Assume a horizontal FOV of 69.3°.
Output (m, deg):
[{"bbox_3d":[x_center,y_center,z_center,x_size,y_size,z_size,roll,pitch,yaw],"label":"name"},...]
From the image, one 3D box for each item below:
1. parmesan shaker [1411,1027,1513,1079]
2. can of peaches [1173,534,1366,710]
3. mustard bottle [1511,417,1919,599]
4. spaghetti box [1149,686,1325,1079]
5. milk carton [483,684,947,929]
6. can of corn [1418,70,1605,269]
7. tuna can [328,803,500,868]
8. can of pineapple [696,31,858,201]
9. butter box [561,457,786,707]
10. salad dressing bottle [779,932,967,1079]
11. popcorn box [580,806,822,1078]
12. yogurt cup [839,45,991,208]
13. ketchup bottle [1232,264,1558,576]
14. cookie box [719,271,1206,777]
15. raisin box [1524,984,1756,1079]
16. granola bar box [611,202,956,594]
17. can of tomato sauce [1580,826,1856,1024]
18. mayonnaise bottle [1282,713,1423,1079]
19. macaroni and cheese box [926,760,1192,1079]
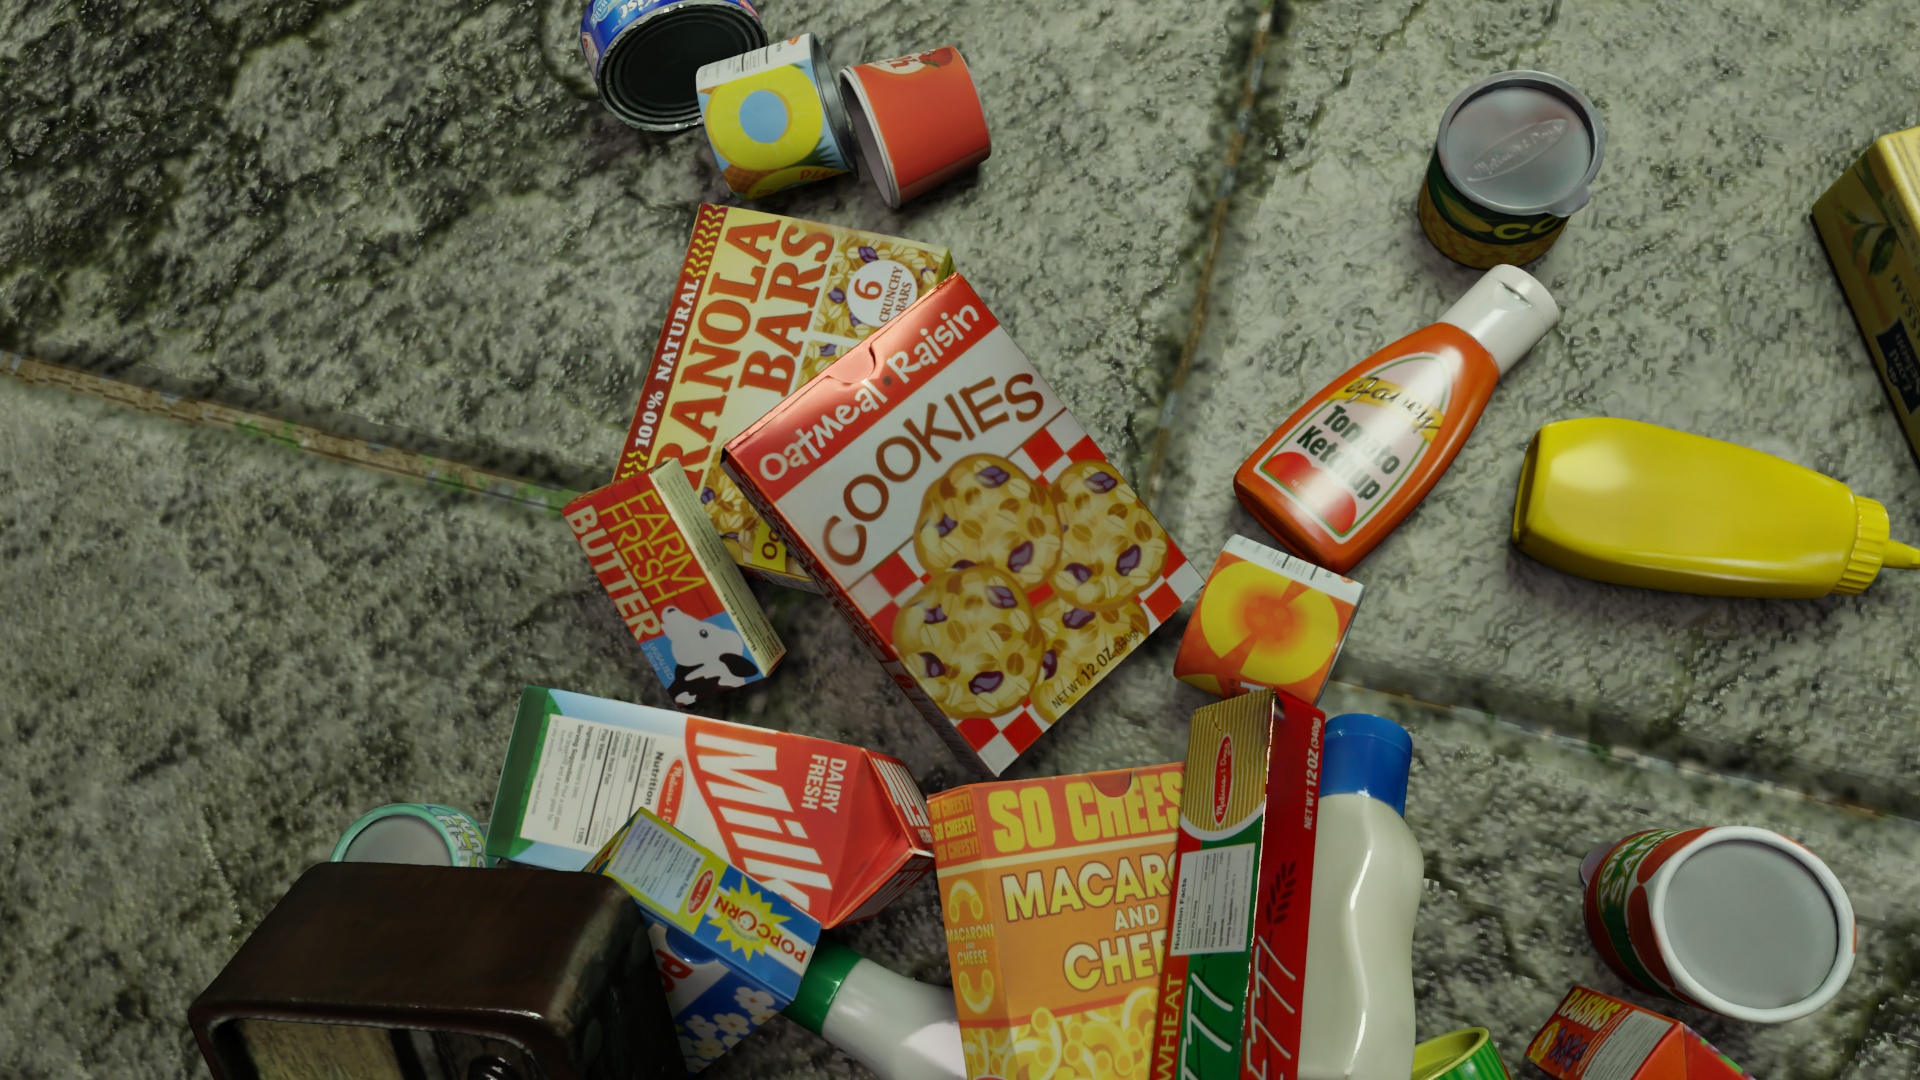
[{"bbox_3d":[0.189,0.243,0.509,0.071,0.071,0.103,-28,75,2],"label":"parmesan shaker"},{"bbox_3d":[0.125,0.040,0.567,0.058,0.071,0.071,24,82,14],"label":"can of peaches"},{"bbox_3d":[0.309,-0.006,0.557,0.160,0.048,0.065,13,79,12],"label":"mustard bottle"},{"bbox_3d":[0.092,0.176,0.486,0.028,0.050,0.251,24,62,-24],"label":"spaghetti box"},{"bbox_3d":[-0.090,0.115,0.582,0.191,0.072,0.073,9,79,12],"label":"milk carton"},{"bbox_3d":[0.237,-0.156,0.601,0.071,0.058,0.071,-2,76,9],"label":"can of corn"},{"bbox_3d":[-0.242,0.149,0.618,0.071,0.032,0.071,-2,76,9],"label":"tuna can"},{"bbox_3d":[-0.087,-0.199,0.662,0.058,0.071,0.071,-15,75,7],"label":"can of pineapple"},{"bbox_3d":[-0.124,0.019,0.604,0.053,0.024,0.103,-21,105,24],"label":"butter box"},{"bbox_3d":[-0.016,0.203,0.563,0.148,0.044,0.064,25,88,15],"label":"salad dressing bottle"},{"bbox_3d":[-0.123,0.166,0.541,0.085,0.038,0.126,36,129,-10],"label":"popcorn box"},{"bbox_3d":[-0.020,-0.197,0.652,0.054,0.072,0.072,-22,74,-4],"label":"yogurt cup"},{"bbox_3d":[0.189,-0.054,0.592,0.149,0.043,0.065,-44,69,-3],"label":"ketchup bottle"},{"bbox_3d":[0.002,-0.007,0.568,0.123,0.040,0.167,-40,95,-17],"label":"cookie box"},{"bbox_3d":[0.252,0.200,0.477,0.086,0.123,0.040,39,86,15],"label":"raisin box"},{"bbox_3d":[-0.082,-0.065,0.641,0.124,0.039,0.166,13,79,12],"label":"granola bar box"},{"bbox_3d":[0.273,0.137,0.509,0.071,0.083,0.071,-2,77,9],"label":"can of tomato sauce"},{"bbox_3d":[0.146,0.138,0.527,0.041,0.064,0.149,32,55,-18],"label":"mayonnaise bottle"},{"bbox_3d":[0.060,0.171,0.525,0.124,0.040,0.167,0,72,-31],"label":"macaroni and cheese box"}]
